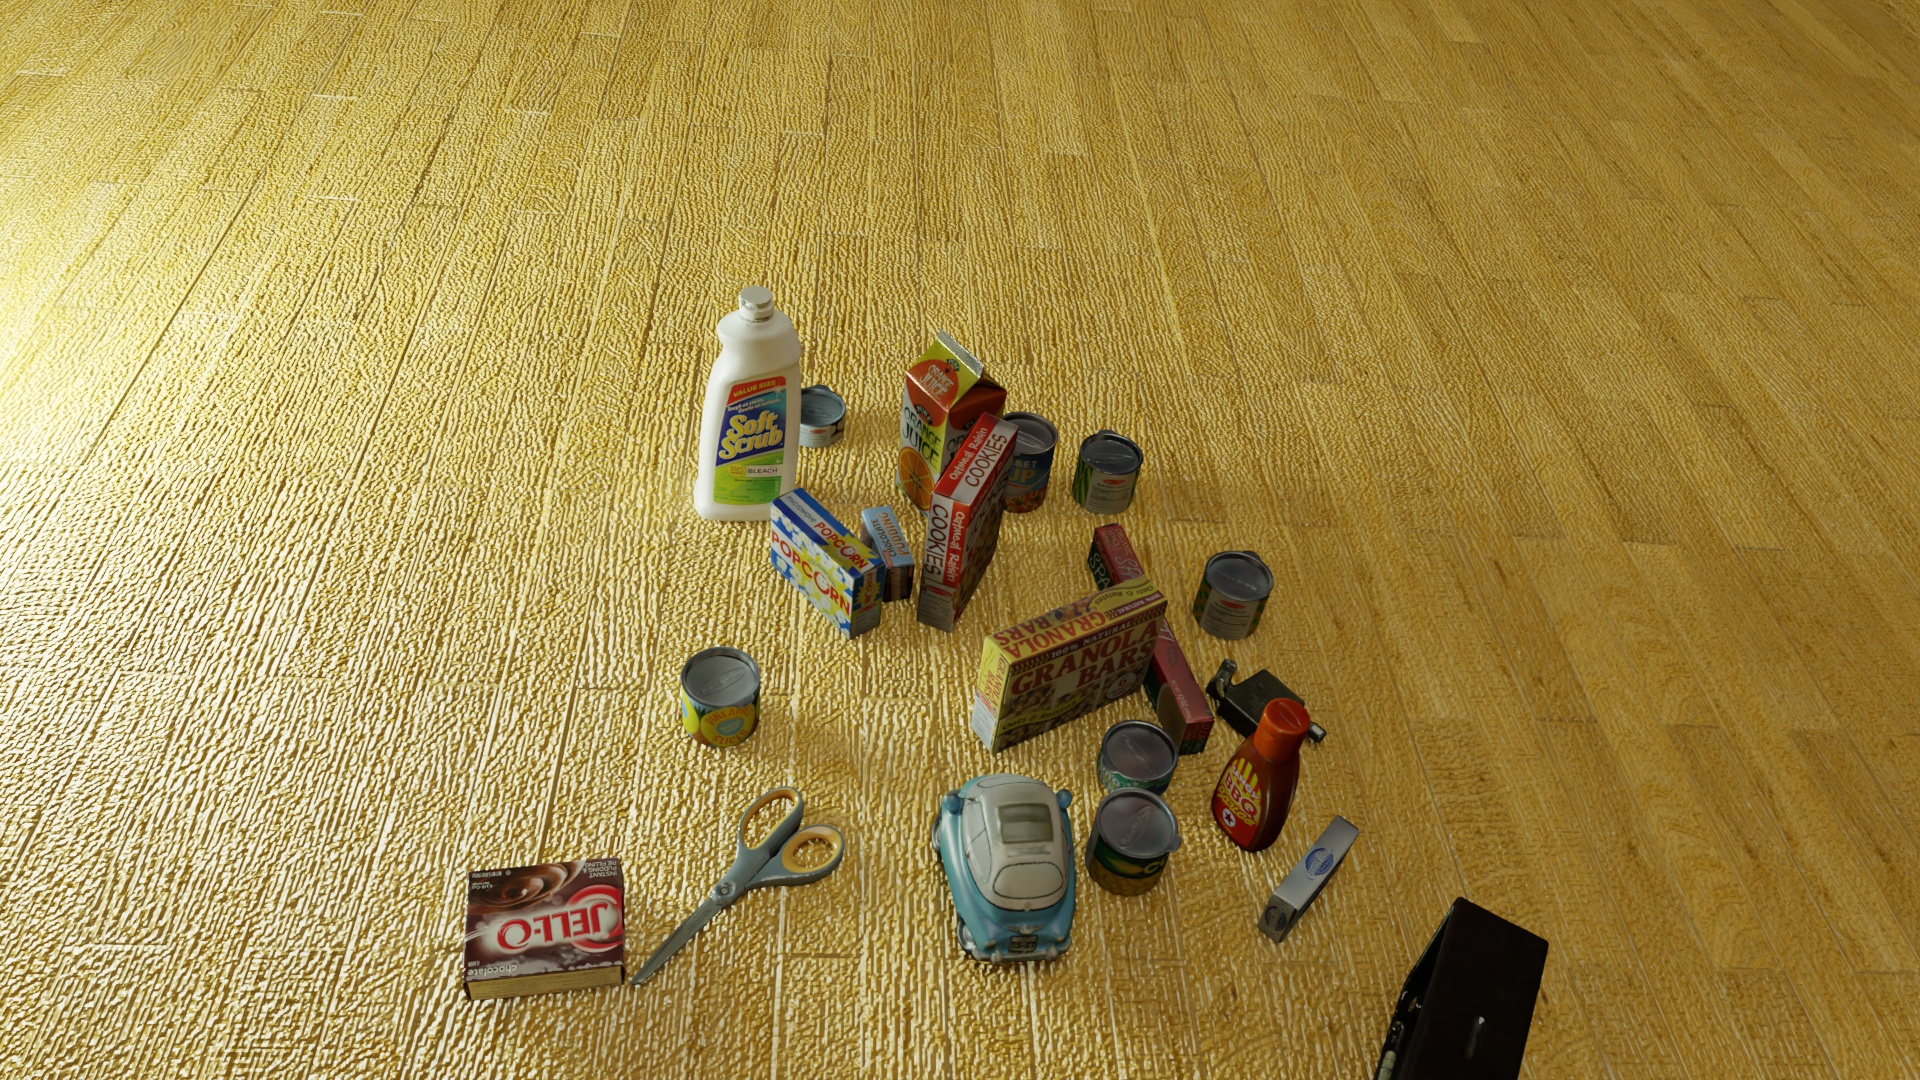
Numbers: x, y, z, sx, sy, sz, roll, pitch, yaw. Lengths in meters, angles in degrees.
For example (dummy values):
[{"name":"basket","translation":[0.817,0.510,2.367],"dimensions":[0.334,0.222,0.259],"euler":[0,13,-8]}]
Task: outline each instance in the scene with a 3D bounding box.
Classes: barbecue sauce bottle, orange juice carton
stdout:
[{"name":"barbecue sauce bottle","translation":[0.246,0.187,1.126],"dimensions":[0.044,0.147,0.065],"euler":[-17,49,-24]},{"name":"orange juice carton","translation":[-0.009,-0.115,1.365],"dimensions":[0.073,0.191,0.072],"euler":[-23,52,-28]}]

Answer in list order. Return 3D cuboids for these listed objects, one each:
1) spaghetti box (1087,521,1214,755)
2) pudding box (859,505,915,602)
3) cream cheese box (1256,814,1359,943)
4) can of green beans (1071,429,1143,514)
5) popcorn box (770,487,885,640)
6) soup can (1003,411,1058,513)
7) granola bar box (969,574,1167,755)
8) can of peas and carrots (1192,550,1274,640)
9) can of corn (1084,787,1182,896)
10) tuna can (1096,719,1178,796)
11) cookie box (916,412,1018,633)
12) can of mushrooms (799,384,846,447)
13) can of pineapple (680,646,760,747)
[{"name":"spaghetti box","translation":[0.172,0.086,1.289],"dimensions":[0.029,0.049,0.251],"euler":[-6,46,-15]},{"name":"pudding box","translation":[-0.071,0.012,1.328],"dimensions":[0.030,0.049,0.084],"euler":[-9,47,-18]},{"name":"cream cheese box","translation":[0.279,0.271,1.113],"dimensions":[0.024,0.053,0.104],"euler":[34,49,24]},{"name":"can of green beans","translation":[0.152,-0.069,1.441],"dimensions":[0.071,0.057,0.071],"euler":[4,44,-4]},{"name":"popcorn box","translation":[-0.125,0.021,1.285],"dimensions":[0.038,0.084,0.127],"euler":[-29,55,-32]},{"name":"soup can","translation":[0.059,-0.078,1.416],"dimensions":[0.071,0.083,0.072],"euler":[4,44,-4]},{"name":"granola bar box","translation":[0.094,0.108,1.202],"dimensions":[0.166,0.123,0.039],"euler":[-20,51,-26]},{"name":"can of peas and carrots","translation":[0.262,0.051,1.333],"dimensions":[0.071,0.058,0.071],"euler":[4,44,-4]},{"name":"can of corn","translation":[0.138,0.244,1.116],"dimensions":[0.071,0.058,0.071],"euler":[4,44,-4]},{"name":"tuna can","translation":[0.149,0.190,1.191],"dimensions":[0.071,0.032,0.071],"euler":[4,44,-4]},{"name":"cookie box","translation":[0.005,-0.016,1.284],"dimensions":[0.040,0.166,0.123],"euler":[19,45,11]},{"name":"can of mushrooms","translation":[-0.154,-0.132,1.475],"dimensions":[0.071,0.033,0.071],"euler":[4,44,-4]},{"name":"can of pineapple","translation":[-0.202,0.134,1.176],"dimensions":[0.071,0.057,0.071],"euler":[4,44,-4]}]
